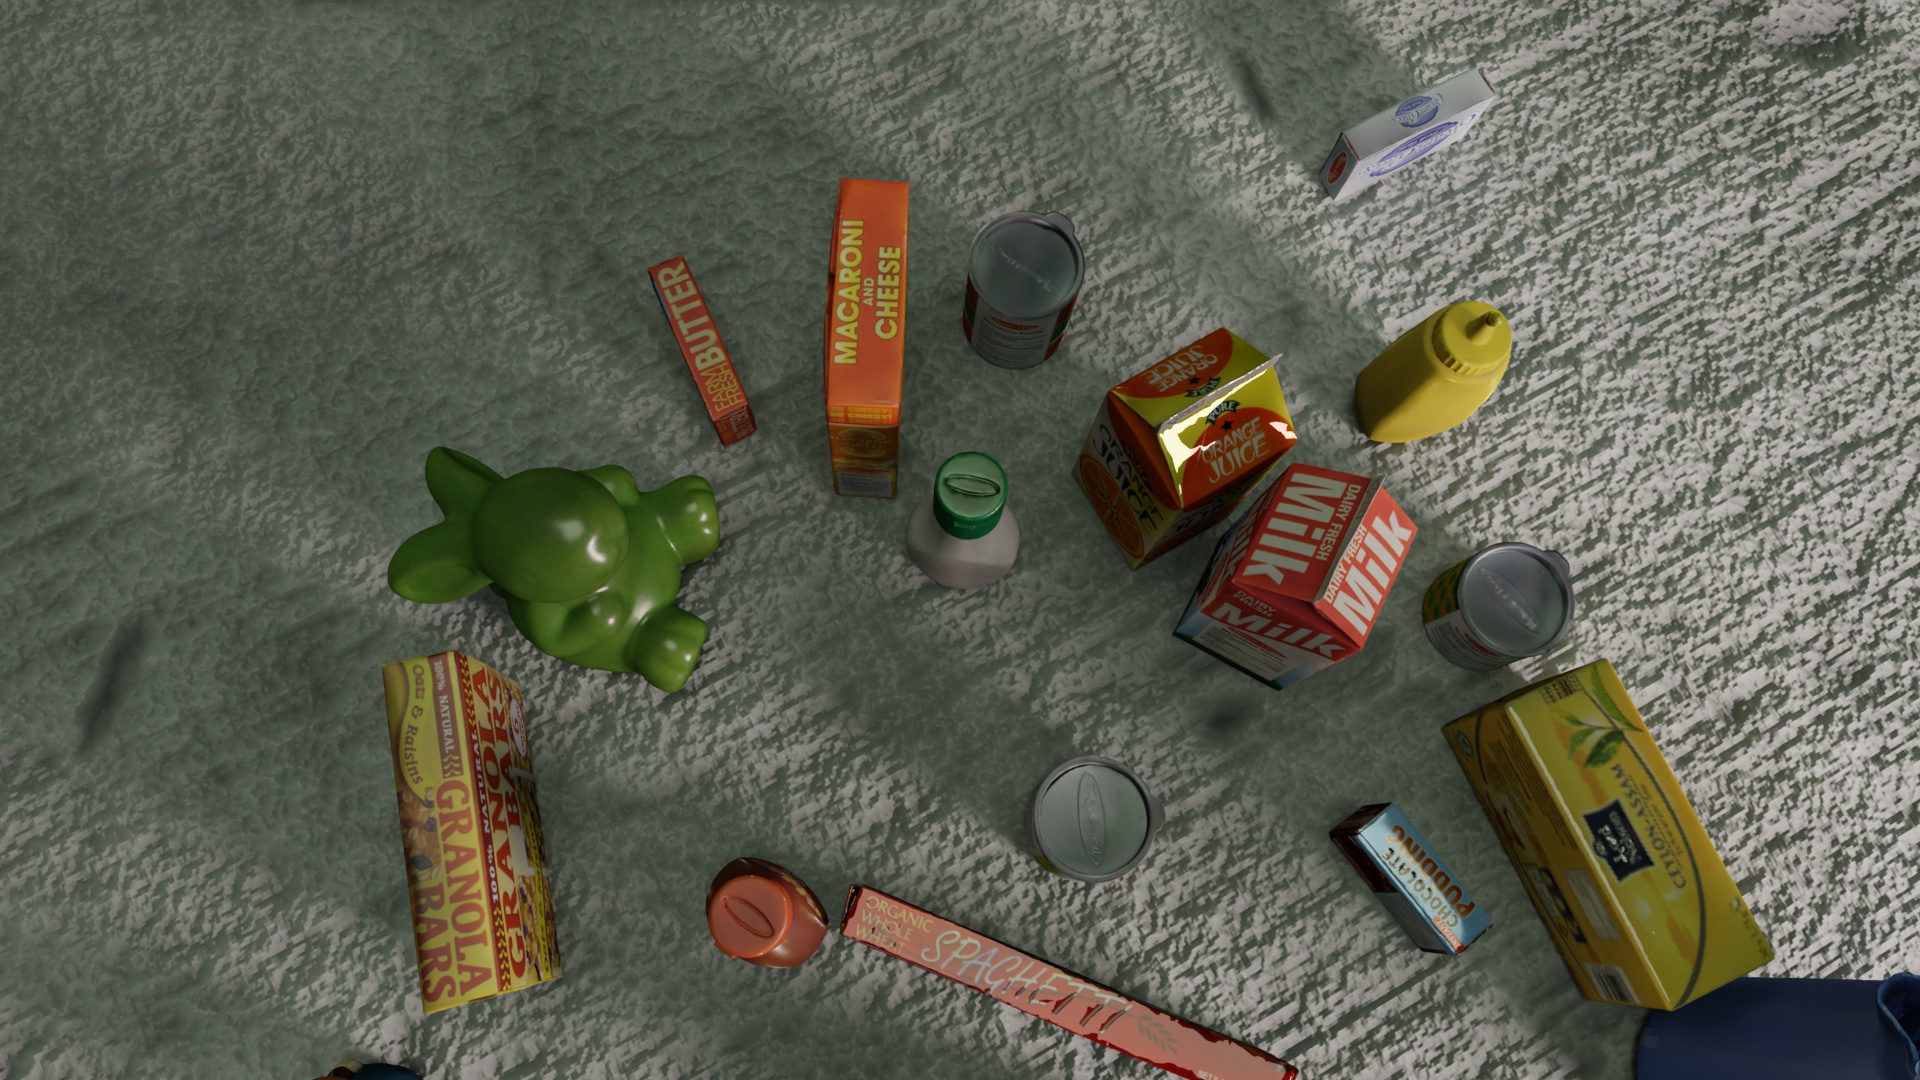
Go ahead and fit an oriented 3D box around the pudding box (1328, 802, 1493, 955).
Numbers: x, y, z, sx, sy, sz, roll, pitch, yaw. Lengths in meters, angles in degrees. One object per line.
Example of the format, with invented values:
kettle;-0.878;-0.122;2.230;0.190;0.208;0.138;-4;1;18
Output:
pudding box;0.246;0.186;0.763;0.030;0.049;0.084;-37;80;-10

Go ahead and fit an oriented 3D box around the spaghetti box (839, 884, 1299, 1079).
spaghetti box;0.053;0.242;0.739;0.250;0.050;0.029;22;76;3

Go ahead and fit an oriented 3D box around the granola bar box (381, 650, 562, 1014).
granola bar box;-0.246;0.148;0.710;0.039;0.124;0.166;-11;77;-5

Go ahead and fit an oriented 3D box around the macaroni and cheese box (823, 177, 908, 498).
macaroni and cheese box;-0.051;-0.103;0.762;0.040;0.166;0.124;2;76;-2

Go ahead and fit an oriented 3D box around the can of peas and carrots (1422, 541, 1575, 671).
can of peas and carrots;0.310;0.037;0.800;0.071;0.058;0.071;1;76;-3

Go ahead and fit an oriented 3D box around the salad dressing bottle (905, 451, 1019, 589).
salad dressing bottle;0.003;-0.009;0.750;0.064;0.147;0.044;11;76;0

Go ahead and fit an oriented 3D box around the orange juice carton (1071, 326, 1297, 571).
orange juice carton;0.119;-0.050;0.743;0.072;0.192;0.073;-29;79;-9

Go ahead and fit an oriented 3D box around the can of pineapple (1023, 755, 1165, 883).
can of pineapple;0.071;0.154;0.758;0.071;0.057;0.071;1;76;-3

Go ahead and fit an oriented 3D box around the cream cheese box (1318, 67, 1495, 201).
cream cheese box;0.279;-0.256;0.875;0.104;0.053;0.024;-27;79;-9

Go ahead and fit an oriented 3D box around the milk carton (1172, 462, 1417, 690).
milk carton;0.176;0.020;0.729;0.073;0.190;0.072;28;77;4

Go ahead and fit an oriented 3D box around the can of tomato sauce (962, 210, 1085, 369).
can of tomato sauce;0.036;-0.147;0.820;0.071;0.083;0.071;1;76;-3

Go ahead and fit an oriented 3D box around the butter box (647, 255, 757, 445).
butter box;-0.151;-0.111;0.817;0.024;0.053;0.103;-23;78;-8

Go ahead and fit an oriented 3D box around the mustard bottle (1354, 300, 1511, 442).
mustard bottle;0.272;-0.098;0.780;0.065;0.160;0.049;-8;77;-5

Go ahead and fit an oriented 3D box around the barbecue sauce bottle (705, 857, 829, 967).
barbecue sauce bottle;-0.099;0.187;0.695;0.065;0.148;0.044;36;77;6
